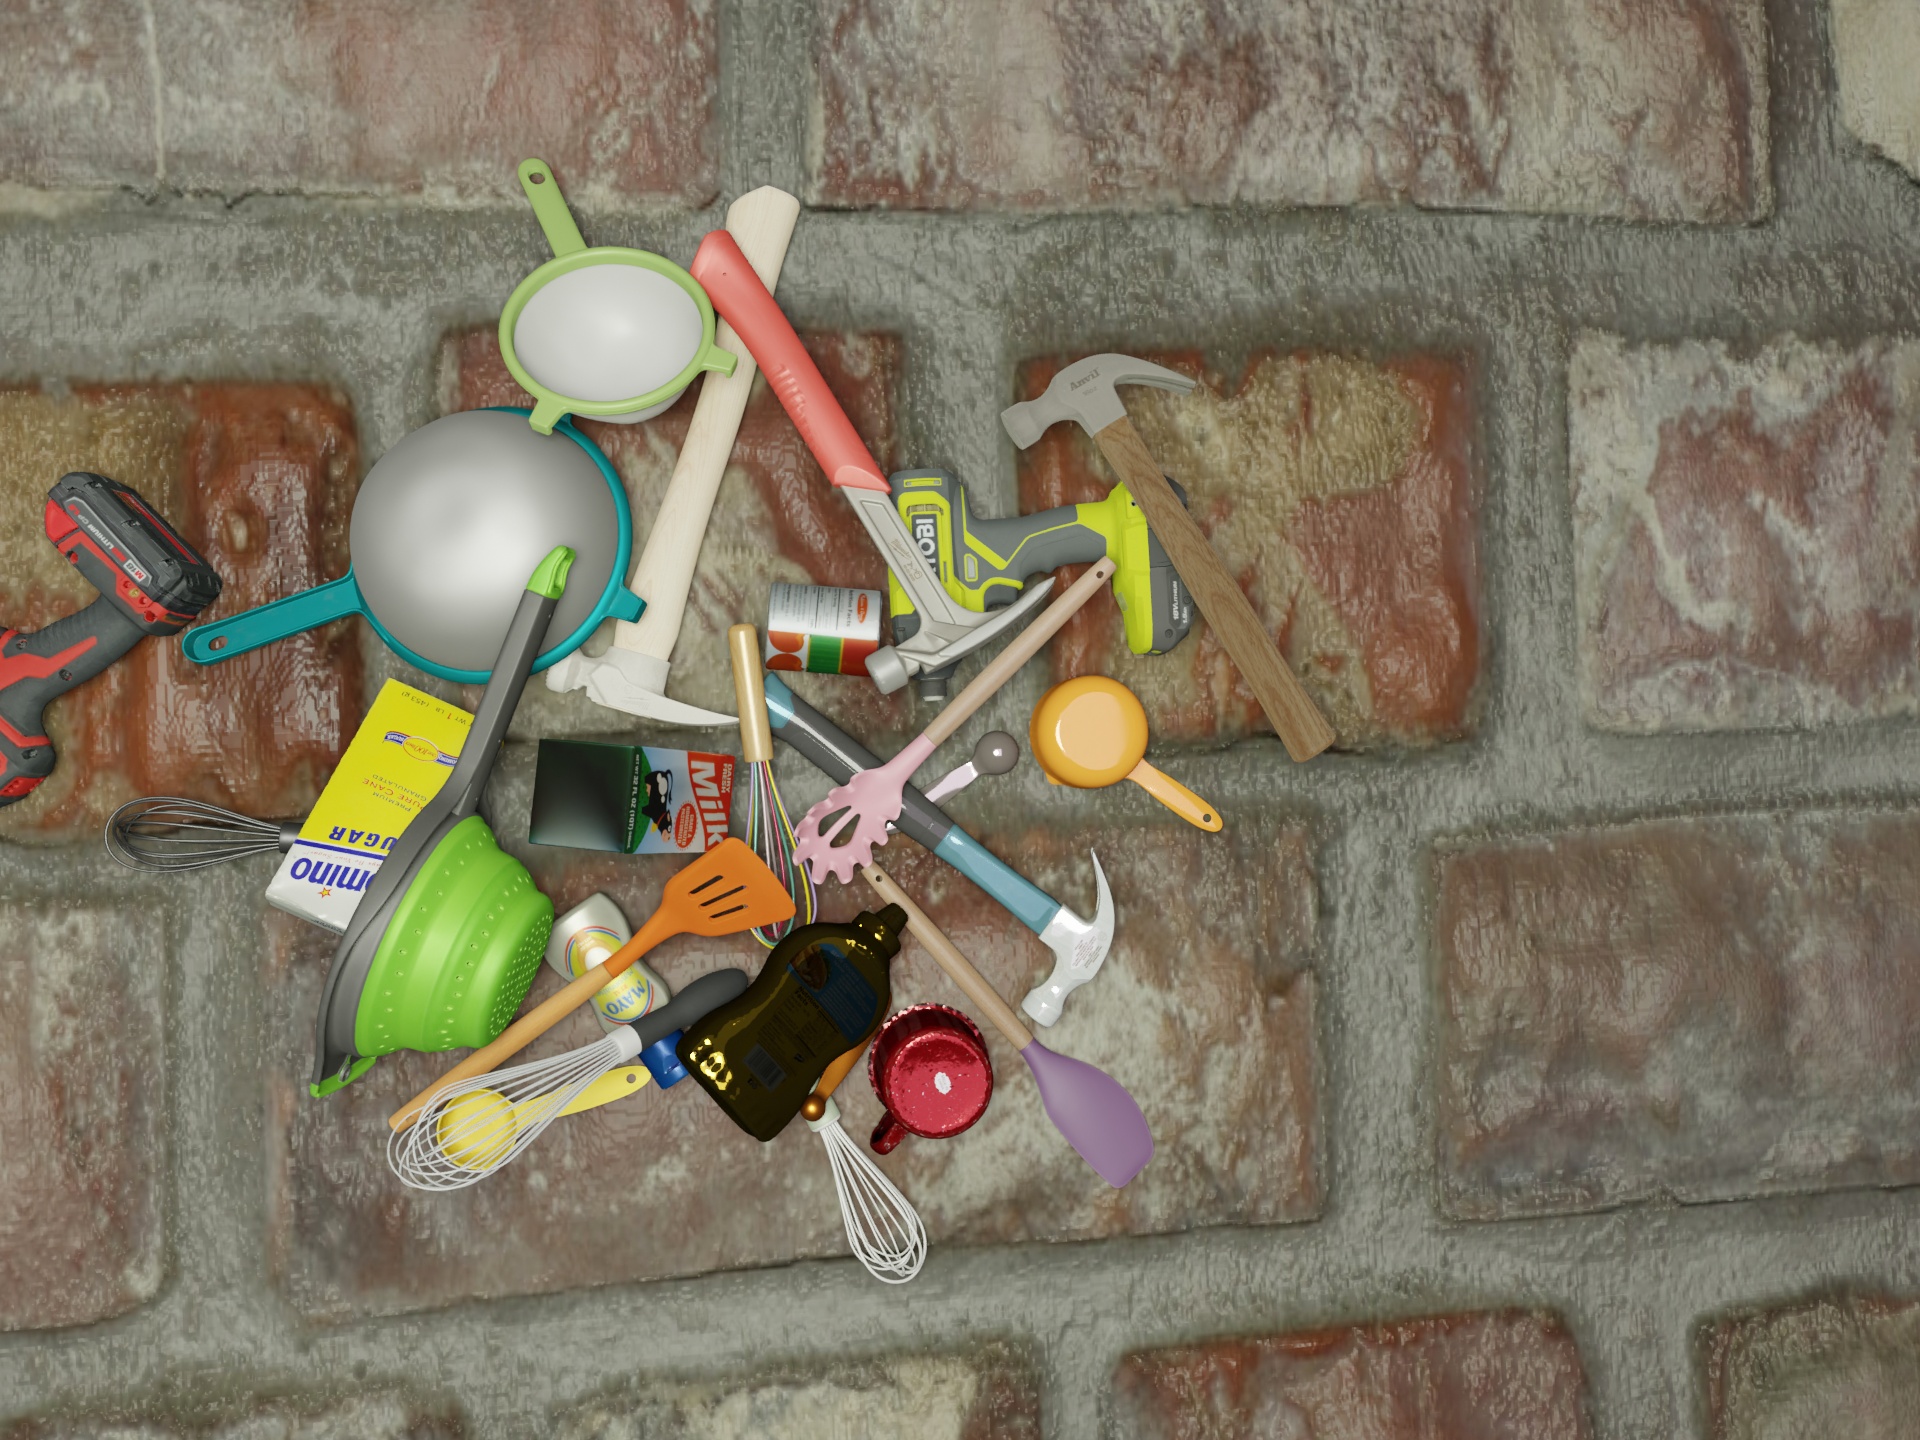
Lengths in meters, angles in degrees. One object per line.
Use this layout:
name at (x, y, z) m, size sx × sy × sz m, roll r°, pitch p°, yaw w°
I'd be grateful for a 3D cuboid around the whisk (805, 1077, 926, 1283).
whisk at (-0.095, 0.306, 1.185) m, size 0.059 × 0.058 × 0.246 m, roll -27°, pitch 87°, yaw -41°

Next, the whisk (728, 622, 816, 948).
whisk at (-0.149, 0.051, 1.170) m, size 0.051 × 0.047 × 0.245 m, roll -13°, pitch 98°, yaw -46°

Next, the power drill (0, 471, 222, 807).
power drill at (-0.668, -0.075, 1.124) m, size 0.226 × 0.080 × 0.188 m, roll -45°, pitch 92°, yaw -3°

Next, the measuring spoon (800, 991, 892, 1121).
measuring spoon at (-0.082, 0.246, 1.181) m, size 0.021 × 0.011 × 0.117 m, roll 38°, pitch 61°, yaw -6°

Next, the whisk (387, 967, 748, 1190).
whisk at (-0.259, 0.236, 1.092) m, size 0.284 × 0.070 × 0.070 m, roll -26°, pitch 91°, yaw -41°

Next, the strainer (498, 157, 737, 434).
strainer at (-0.273, -0.307, 1.171) m, size 0.151 × 0.069 × 0.257 m, roll -21°, pitch 64°, yaw -14°

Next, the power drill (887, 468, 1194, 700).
power drill at (0.058, -0.105, 1.203) m, size 0.223 × 0.080 × 0.171 m, roll -3°, pitch 88°, yaw -3°

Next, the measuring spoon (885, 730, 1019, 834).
measuring spoon at (-0.008, 0.050, 1.215) m, size 0.124 × 0.018 × 0.034 m, roll -34°, pitch 92°, yaw -5°

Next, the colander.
colander at (-0.309, 0.079, 1.076) m, size 0.094 × 0.204 × 0.397 m, roll 22°, pitch 91°, yaw 1°

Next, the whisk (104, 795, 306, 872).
whisk at (-0.489, 0.088, 1.150) m, size 0.239 × 0.055 × 0.055 m, roll 4°, pitch 87°, yaw -10°

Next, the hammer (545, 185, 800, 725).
hammer at (-0.183, -0.200, 1.199) m, size 0.146 × 0.038 × 0.411 m, roll 16°, pitch 86°, yaw -7°

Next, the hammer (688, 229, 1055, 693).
hammer at (-0.082, -0.204, 1.155) m, size 0.149 × 0.036 × 0.359 m, roll -31°, pitch 85°, yaw -6°

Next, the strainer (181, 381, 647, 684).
strainer at (-0.407, -0.115, 1.127) m, size 0.340 × 0.095 × 0.211 m, roll -20°, pitch 78°, yaw 0°

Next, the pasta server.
pasta server at (-0.002, -0.004, 1.155) m, size 0.316 × 0.040 × 0.060 m, roll -44°, pitch 102°, yaw 3°

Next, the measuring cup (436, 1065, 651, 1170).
measuring cup at (-0.306, 0.284, 1.175) m, size 0.156 × 0.029 × 0.062 m, roll -15°, pitch 89°, yaw -18°

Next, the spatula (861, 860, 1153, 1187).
spatula at (0.035, 0.226, 1.212) m, size 0.060 × 0.018 × 0.316 m, roll -43°, pitch 93°, yaw -13°

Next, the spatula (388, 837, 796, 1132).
spatula at (-0.268, 0.195, 1.127) m, size 0.322 × 0.041 × 0.081 m, roll -36°, pitch 117°, yaw -4°

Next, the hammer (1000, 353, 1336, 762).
hammer at (0.171, -0.118, 1.151) m, size 0.130 × 0.031 × 0.331 m, roll -33°, pitch 90°, yaw -3°

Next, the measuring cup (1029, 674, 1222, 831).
measuring cup at (0.134, 0.033, 1.213) m, size 0.173 × 0.052 × 0.095 m, roll 35°, pitch 84°, yaw -2°

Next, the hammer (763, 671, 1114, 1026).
hammer at (-0.024, 0.081, 1.195) m, size 0.331 × 0.033 × 0.128 m, roll 38°, pitch 92°, yaw 0°
